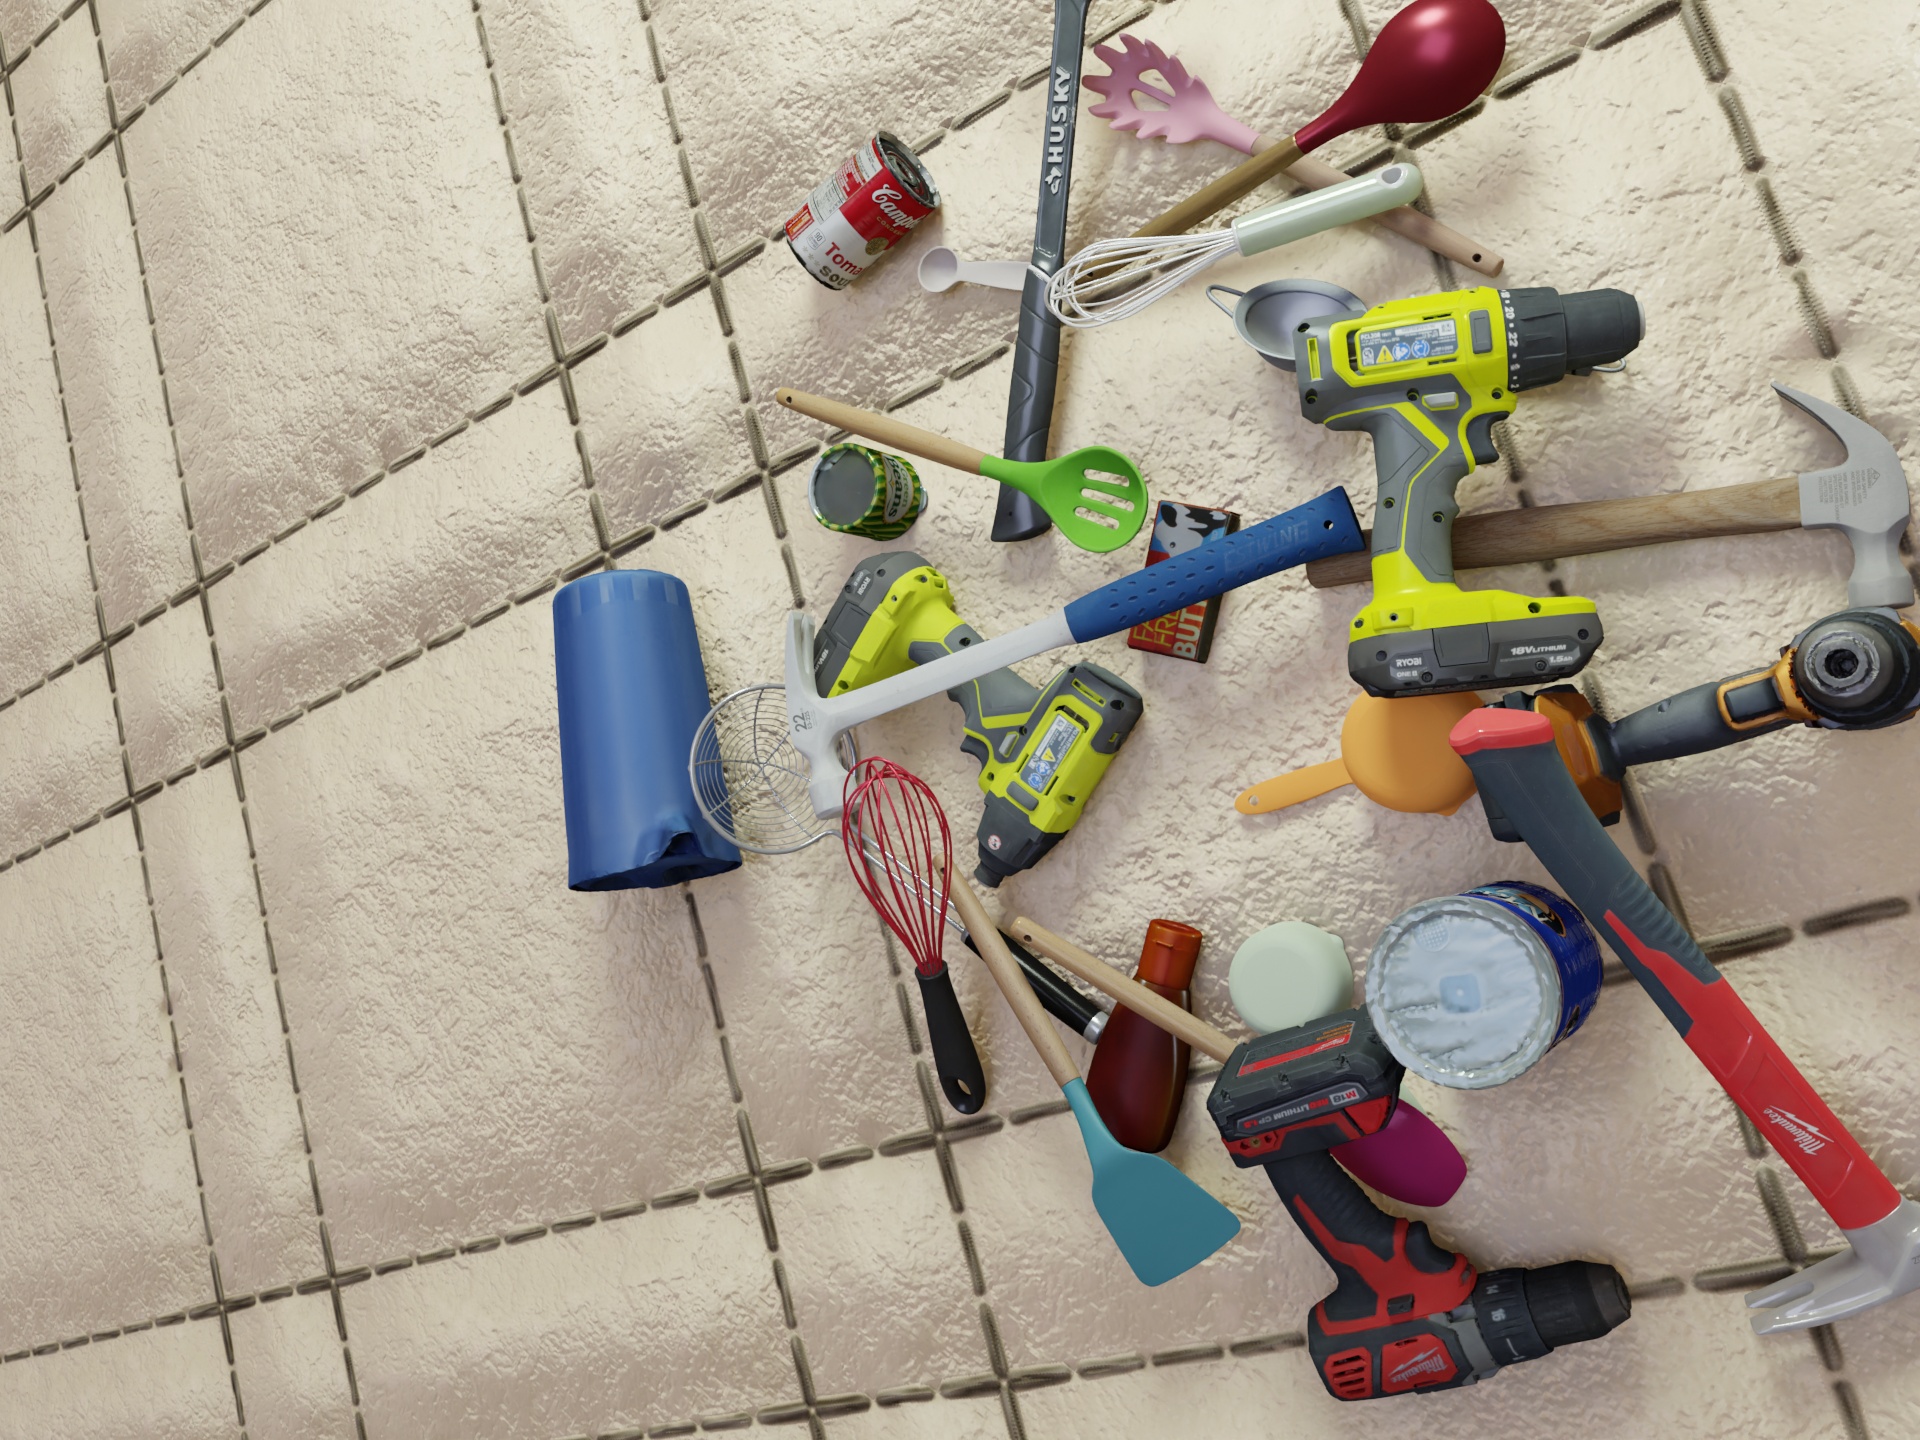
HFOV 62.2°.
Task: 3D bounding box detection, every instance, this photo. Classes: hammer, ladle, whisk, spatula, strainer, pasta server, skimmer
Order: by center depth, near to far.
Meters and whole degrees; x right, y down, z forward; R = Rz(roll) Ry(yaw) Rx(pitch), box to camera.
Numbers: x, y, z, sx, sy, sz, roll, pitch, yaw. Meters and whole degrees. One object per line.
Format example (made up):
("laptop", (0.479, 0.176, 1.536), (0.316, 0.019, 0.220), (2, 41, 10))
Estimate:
("hammer", (0.370, 0.155, 0.826), (0.143, 0.038, 0.386), (-38, 97, 24))
("hammer", (0.365, -0.115, 0.935), (0.331, 0.031, 0.130), (-4, 87, 31))
("strainer", (0.276, -0.234, 0.987), (0.258, 0.050, 0.087), (14, 52, 25))
("whisk", (0.169, -0.303, 1.011), (0.246, 0.059, 0.058), (-14, 61, 19))
("ladle", (0.195, -0.355, 1.014), (0.315, 0.031, 0.069), (-23, 95, 39))
("pasta server", (0.211, -0.362, 1.031), (0.316, 0.040, 0.060), (38, 119, 25))
("hammer", (0.061, -0.064, 1.042), (0.405, 0.035, 0.144), (-21, 80, 20))
("spatula", (0.065, 0.219, 1.059), (0.082, 0.044, 0.318), (-42, 63, 23))
("whisk", (-0.024, 0.154, 1.082), (0.073, 0.073, 0.295), (3, 121, 31))
("hammer", (0.055, -0.324, 1.091), (0.149, 0.036, 0.409), (13, 103, 30))
("skimmer", (-0.042, 0.106, 1.137), (0.363, 0.090, 0.127), (36, 76, 24))

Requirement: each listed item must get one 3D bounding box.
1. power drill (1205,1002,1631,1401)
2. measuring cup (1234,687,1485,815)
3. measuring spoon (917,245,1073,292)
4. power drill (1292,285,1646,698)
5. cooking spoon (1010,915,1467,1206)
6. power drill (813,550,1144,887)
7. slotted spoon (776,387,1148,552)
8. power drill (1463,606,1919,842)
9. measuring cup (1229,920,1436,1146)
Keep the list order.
("power drill", (0.265, 0.286, 0.937), (0.188, 0.080, 0.226), (-24, 94, 25))
("measuring cup", (0.242, 0.028, 0.991), (0.173, 0.052, 0.095), (-22, 78, 26))
("measuring spoon", (0.027, -0.322, 1.155), (0.124, 0.018, 0.034), (12, 93, 24))
("power drill", (0.296, -0.134, 0.906), (0.190, 0.080, 0.228), (-6, 85, 13))
("cooking spoon", (0.169, 0.211, 1.011), (0.319, 0.017, 0.068), (30, 120, 15))
("power drill", (-0.002, -0.004, 1.126), (0.223, 0.080, 0.171), (38, 106, 23))
("slotted spoon", (-0.004, -0.188, 1.111), (0.314, 0.031, 0.070), (23, 109, 26))
("power drill", (0.385, -0.001, 0.834), (0.226, 0.185, 0.084), (-21, 79, 32))
("measuring cup", (0.235, 0.200, 0.999), (0.083, 0.038, 0.168), (-48, 65, 21))
